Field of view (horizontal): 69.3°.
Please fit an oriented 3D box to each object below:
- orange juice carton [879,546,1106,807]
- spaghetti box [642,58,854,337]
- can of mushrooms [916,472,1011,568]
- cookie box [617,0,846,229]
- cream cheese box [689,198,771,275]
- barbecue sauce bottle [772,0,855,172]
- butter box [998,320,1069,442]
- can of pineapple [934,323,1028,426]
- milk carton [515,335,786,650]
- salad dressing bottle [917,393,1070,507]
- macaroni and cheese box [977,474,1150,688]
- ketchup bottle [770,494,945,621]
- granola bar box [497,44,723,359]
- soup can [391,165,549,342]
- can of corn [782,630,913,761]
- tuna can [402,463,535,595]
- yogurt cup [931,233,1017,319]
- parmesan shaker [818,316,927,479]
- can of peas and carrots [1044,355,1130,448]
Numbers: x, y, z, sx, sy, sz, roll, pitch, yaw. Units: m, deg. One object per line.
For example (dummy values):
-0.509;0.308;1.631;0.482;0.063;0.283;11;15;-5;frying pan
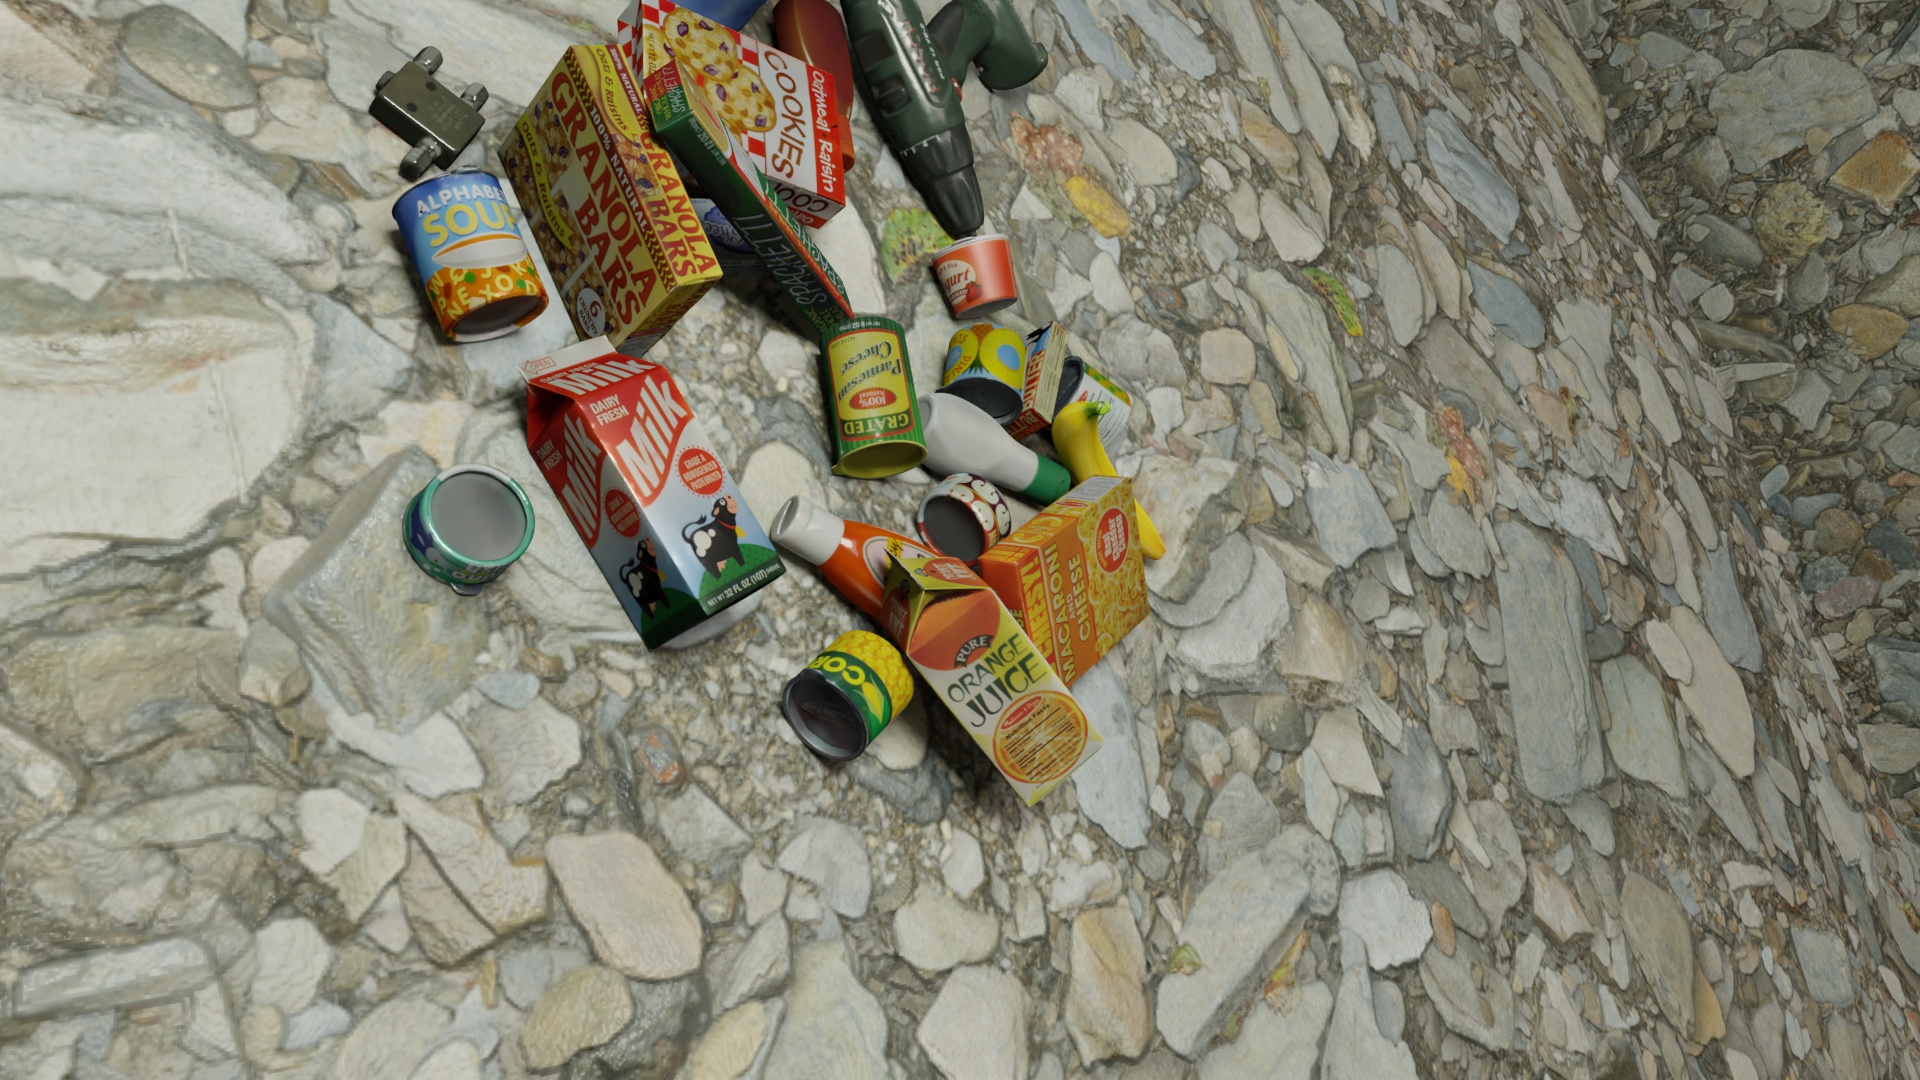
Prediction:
0.011;0.083;0.948;0.073;0.072;0.192;-39;112;-4;orange juice carton
-0.137;-0.222;0.951;0.249;0.028;0.050;50;18;-58;spaghetti box
0.004;-0.013;1.035;0.071;0.070;0.034;56;44;-5;can of mushrooms
-0.164;-0.310;1.010;0.167;0.040;0.123;12;62;-39;cookie box
-0.166;-0.222;1.020;0.104;0.024;0.053;-13;79;-45;cream cheese box
-0.114;-0.369;1.129;0.065;0.043;0.149;11;62;-50;barbecue sauce bottle
0.058;-0.131;1.156;0.024;0.053;0.104;35;50;-28;butter box
0.018;-0.132;1.111;0.071;0.070;0.058;28;52;-30;can of pineapple
-0.198;-0.037;0.860;0.073;0.073;0.190;-31;91;-46;milk carton
0.023;-0.068;1.099;0.147;0.044;0.064;24;54;-34;salad dressing bottle
0.083;0.037;1.068;0.167;0.040;0.123;-34;121;-46;macaroni and cheese box
-0.063;0.018;0.976;0.148;0.043;0.065;31;58;-27;ketchup bottle
-0.226;-0.210;0.888;0.039;0.123;0.165;-20;83;-43;granola bar box
-0.296;-0.173;0.843;0.071;0.071;0.084;-20;84;-46;soup can
-0.073;0.098;0.907;0.071;0.071;0.058;54;43;-7;can of corn
-0.281;-0.007;0.798;0.071;0.032;0.071;20;56;-34;tuna can
0.015;-0.218;1.155;0.072;0.072;0.054;-14;87;-45;yogurt cup
-0.068;-0.104;1.021;0.071;0.071;0.103;6;65;-41;parmesan shaker
0.101;-0.114;1.179;0.058;0.070;0.071;33;50;-27;can of peas and carrots
